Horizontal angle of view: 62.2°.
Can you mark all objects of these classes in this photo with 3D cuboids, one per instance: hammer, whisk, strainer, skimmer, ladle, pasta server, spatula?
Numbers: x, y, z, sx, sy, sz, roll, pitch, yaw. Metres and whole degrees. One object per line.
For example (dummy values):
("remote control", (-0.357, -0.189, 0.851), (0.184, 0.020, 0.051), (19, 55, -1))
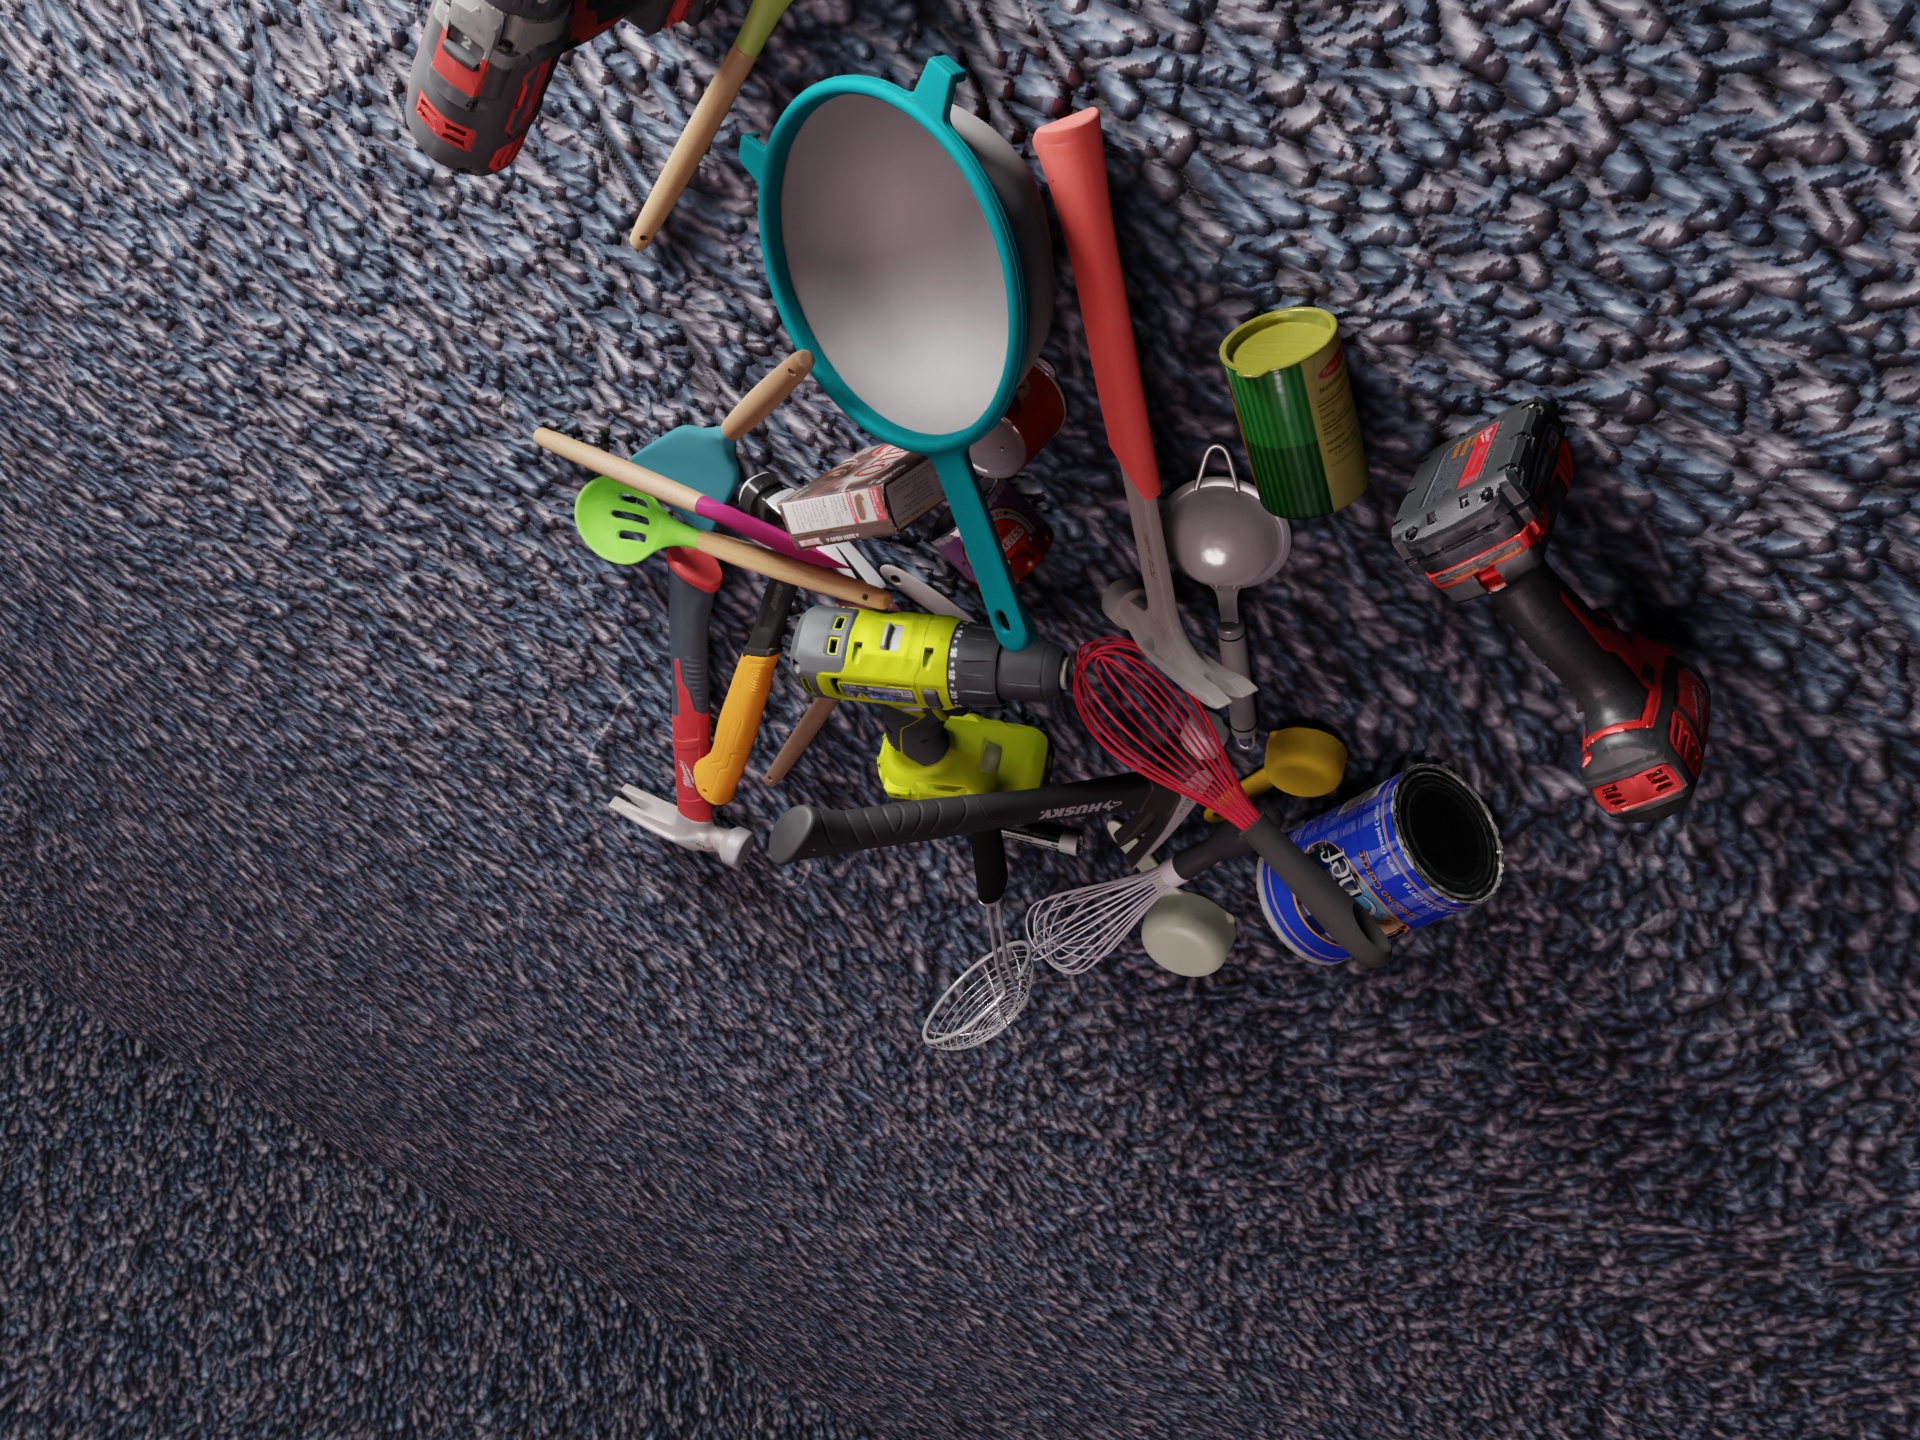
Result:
("hammer", (0.103, -0.178, 0.948), (0.149, 0.036, 0.358), (47, 159, 52))
("hammer", (0.026, 0.067, 1.125), (0.334, 0.035, 0.146), (-6, 140, -26))
("whisk", (0.146, 0.129, 1.245), (0.070, 0.070, 0.284), (40, 134, -12))
("strainer", (0.006, -0.210, 0.931), (0.211, 0.095, 0.340), (5, 122, 50))
("skimmer", (0.006, 0.164, 1.322), (0.090, 0.127, 0.362), (30, 150, 26))
("ladle", (-0.136, -0.365, 0.926), (0.078, 0.062, 0.320), (15, 151, -26))
("strainer", (0.181, -0.067, 1.062), (0.087, 0.050, 0.258), (5, 138, 21))
("pasta server", (-0.113, -0.016, 1.301), (0.060, 0.040, 0.316), (48, 143, 6))
("whisk", (0.183, 0.056, 1.077), (0.296, 0.073, 0.073), (46, 141, 5))
("hammer", (-0.248, -0.015, 1.386), (0.143, 0.038, 0.386), (23, 141, 11))
("spatula", (-0.155, -0.195, 1.082), (0.082, 0.044, 0.317), (45, 162, -13))
("hammer", (-0.156, -0.035, 1.257), (0.127, 0.034, 0.336), (44, 138, 16))

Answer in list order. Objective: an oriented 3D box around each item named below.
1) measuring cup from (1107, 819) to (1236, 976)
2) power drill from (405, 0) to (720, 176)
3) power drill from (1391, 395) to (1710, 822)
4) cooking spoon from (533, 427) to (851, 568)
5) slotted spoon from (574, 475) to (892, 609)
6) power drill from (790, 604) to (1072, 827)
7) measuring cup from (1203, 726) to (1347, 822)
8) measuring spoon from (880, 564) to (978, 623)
("measuring cup", (0.162, 0.149, 1.304), (0.083, 0.038, 0.167), (-14, 125, 41))
("power drill", (-0.179, -0.389, 0.787), (0.080, 0.227, 0.188), (37, 141, -9))
("power drill", (0.344, -0.063, 0.892), (0.078, 0.143, 0.219), (-28, 108, 42))
("cooking spoon", (-0.204, -0.162, 1.150), (0.319, 0.017, 0.068), (26, -176, 31))
("slotted spoon", (-0.171, -0.124, 1.168), (0.314, 0.031, 0.070), (20, 111, 35))
("power drill", (-0.002, -0.004, 1.155), (0.190, 0.080, 0.228), (6, 154, 16))
("measuring cup", (0.222, 0.053, 1.165), (0.062, 0.029, 0.156), (26, 145, -14))
("measuring spoon", (-0.011, -0.076, 1.186), (0.124, 0.018, 0.034), (34, 141, -4))
